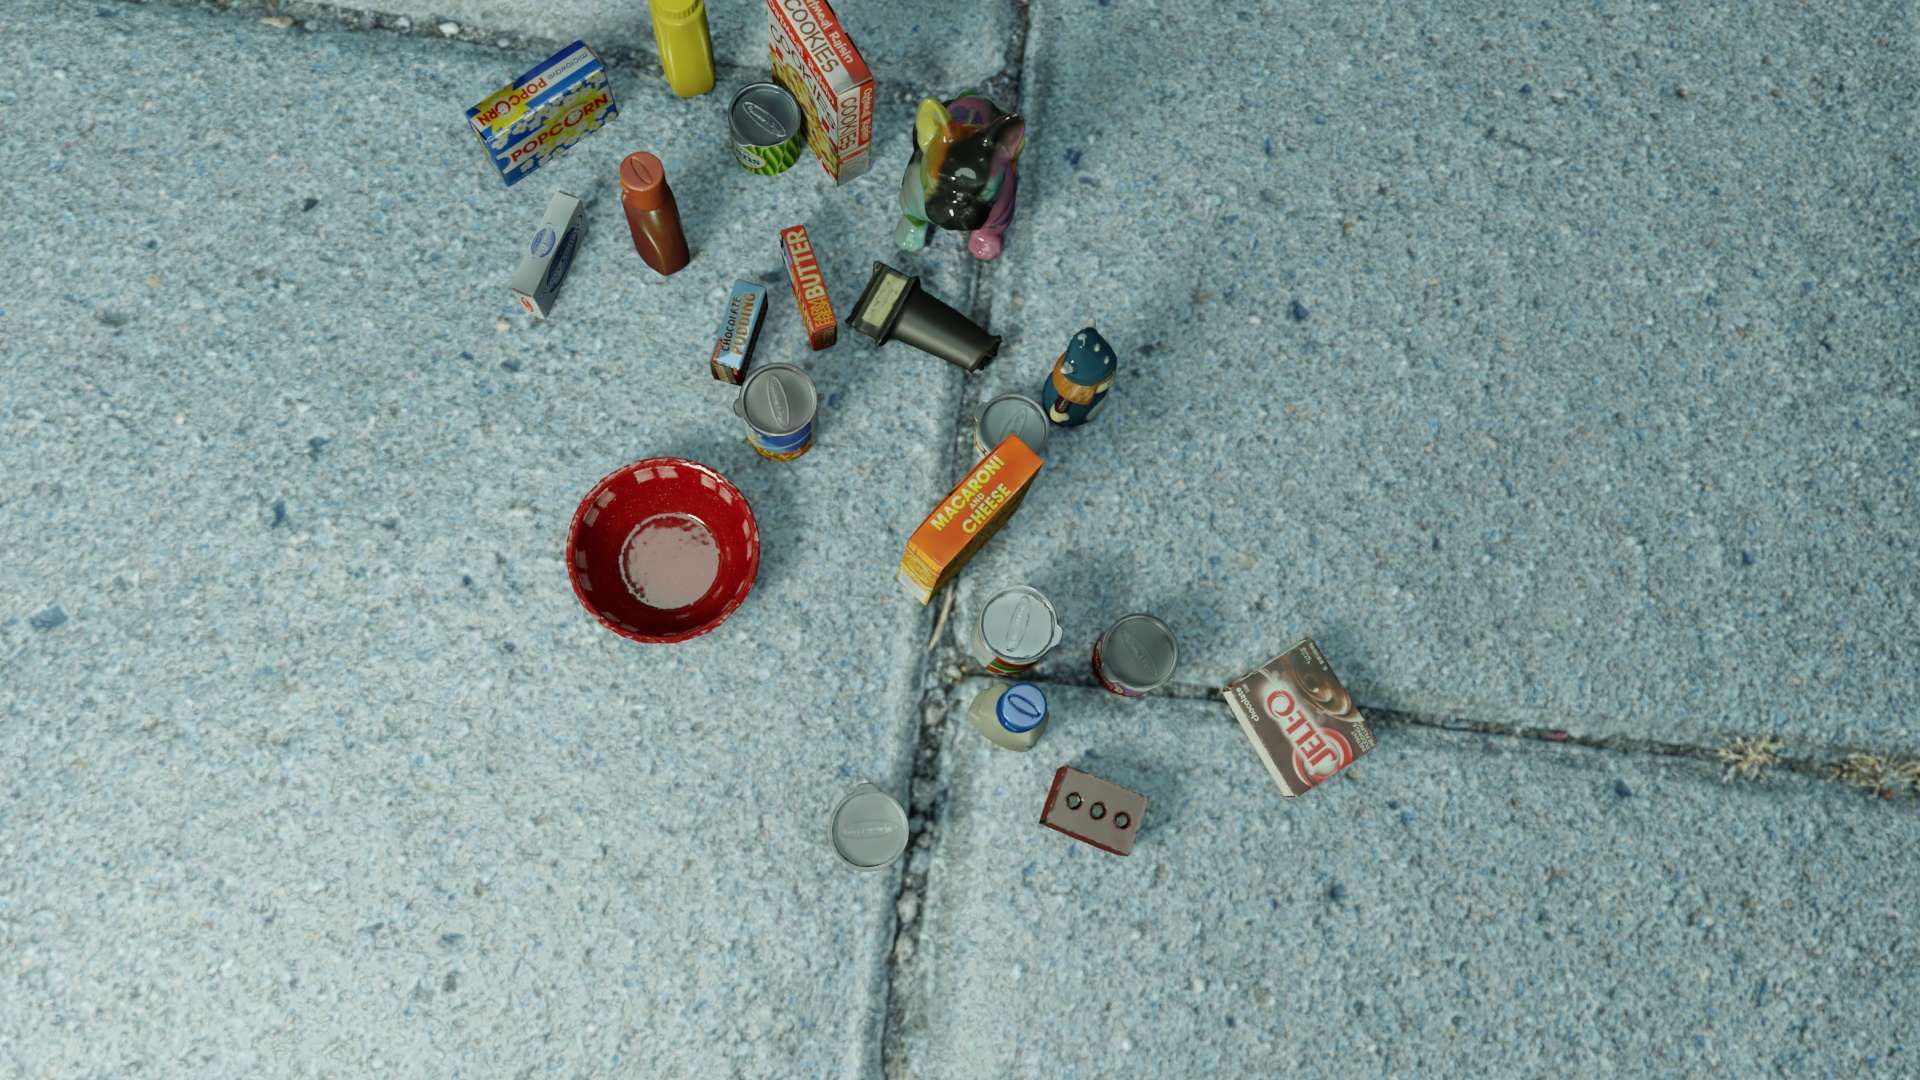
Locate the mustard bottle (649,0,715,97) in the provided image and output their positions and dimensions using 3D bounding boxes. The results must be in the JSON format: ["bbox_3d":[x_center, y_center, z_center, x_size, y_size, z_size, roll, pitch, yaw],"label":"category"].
[{"bbox_3d":[-0.251,-0.463,1.248,0.049,0.160,0.065,-17,79,-9],"label":"mustard bottle"}]

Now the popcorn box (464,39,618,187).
[{"bbox_3d":[-0.376,-0.385,1.256,0.127,0.085,0.038,-38,83,-12],"label":"popcorn box"}]

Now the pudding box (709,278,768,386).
[{"bbox_3d":[-0.198,-0.186,1.245,0.030,0.049,0.084,16,76,-2],"label":"pudding box"}]

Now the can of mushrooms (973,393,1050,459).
[{"bbox_3d":[0.044,-0.099,1.256,0.071,0.033,0.071,1,77,-5],"label":"can of mushrooms"}]

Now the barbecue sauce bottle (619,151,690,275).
[{"bbox_3d":[-0.269,-0.287,1.211,0.044,0.148,0.065,-34,83,-12],"label":"barbecue sauce bottle"}]

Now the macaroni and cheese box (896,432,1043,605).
[{"bbox_3d":[0.004,-0.015,1.164,0.040,0.166,0.124,43,77,5],"label":"macaroni and cheese box"}]

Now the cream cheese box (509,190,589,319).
[{"bbox_3d":[-0.367,-0.255,1.242,0.024,0.053,0.104,20,76,-1],"label":"cream cheese box"}]

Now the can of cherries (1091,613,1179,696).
[{"bbox_3d":[0.148,0.101,1.207,0.071,0.058,0.071,1,77,-5],"label":"can of cherries"}]

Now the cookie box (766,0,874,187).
[{"bbox_3d":[-0.125,-0.411,1.244,0.040,0.167,0.123,-30,82,-11],"label":"cookie box"}]

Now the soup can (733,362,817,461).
[{"bbox_3d":[-0.160,-0.110,1.213,0.071,0.083,0.071,1,77,-5],"label":"soup can"}]

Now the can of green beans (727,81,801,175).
[{"bbox_3d":[-0.181,-0.381,1.288,0.071,0.057,0.071,1,77,-5],"label":"can of green beans"}]

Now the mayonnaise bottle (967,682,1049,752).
[{"bbox_3d":[0.043,0.143,1.140,0.065,0.147,0.041,32,76,2],"label":"mayonnaise bottle"}]

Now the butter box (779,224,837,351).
[{"bbox_3d":[-0.138,-0.228,1.259,0.024,0.053,0.103,-17,79,-9],"label":"butter box"}]

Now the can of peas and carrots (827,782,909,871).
[{"bbox_3d":[-0.078,0.238,1.152,0.071,0.058,0.071,1,77,-5],"label":"can of peas and carrots"}]

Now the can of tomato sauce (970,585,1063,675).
[{"bbox_3d":[0.047,0.078,1.189,0.071,0.083,0.071,1,77,-5],"label":"can of tomato sauce"}]
